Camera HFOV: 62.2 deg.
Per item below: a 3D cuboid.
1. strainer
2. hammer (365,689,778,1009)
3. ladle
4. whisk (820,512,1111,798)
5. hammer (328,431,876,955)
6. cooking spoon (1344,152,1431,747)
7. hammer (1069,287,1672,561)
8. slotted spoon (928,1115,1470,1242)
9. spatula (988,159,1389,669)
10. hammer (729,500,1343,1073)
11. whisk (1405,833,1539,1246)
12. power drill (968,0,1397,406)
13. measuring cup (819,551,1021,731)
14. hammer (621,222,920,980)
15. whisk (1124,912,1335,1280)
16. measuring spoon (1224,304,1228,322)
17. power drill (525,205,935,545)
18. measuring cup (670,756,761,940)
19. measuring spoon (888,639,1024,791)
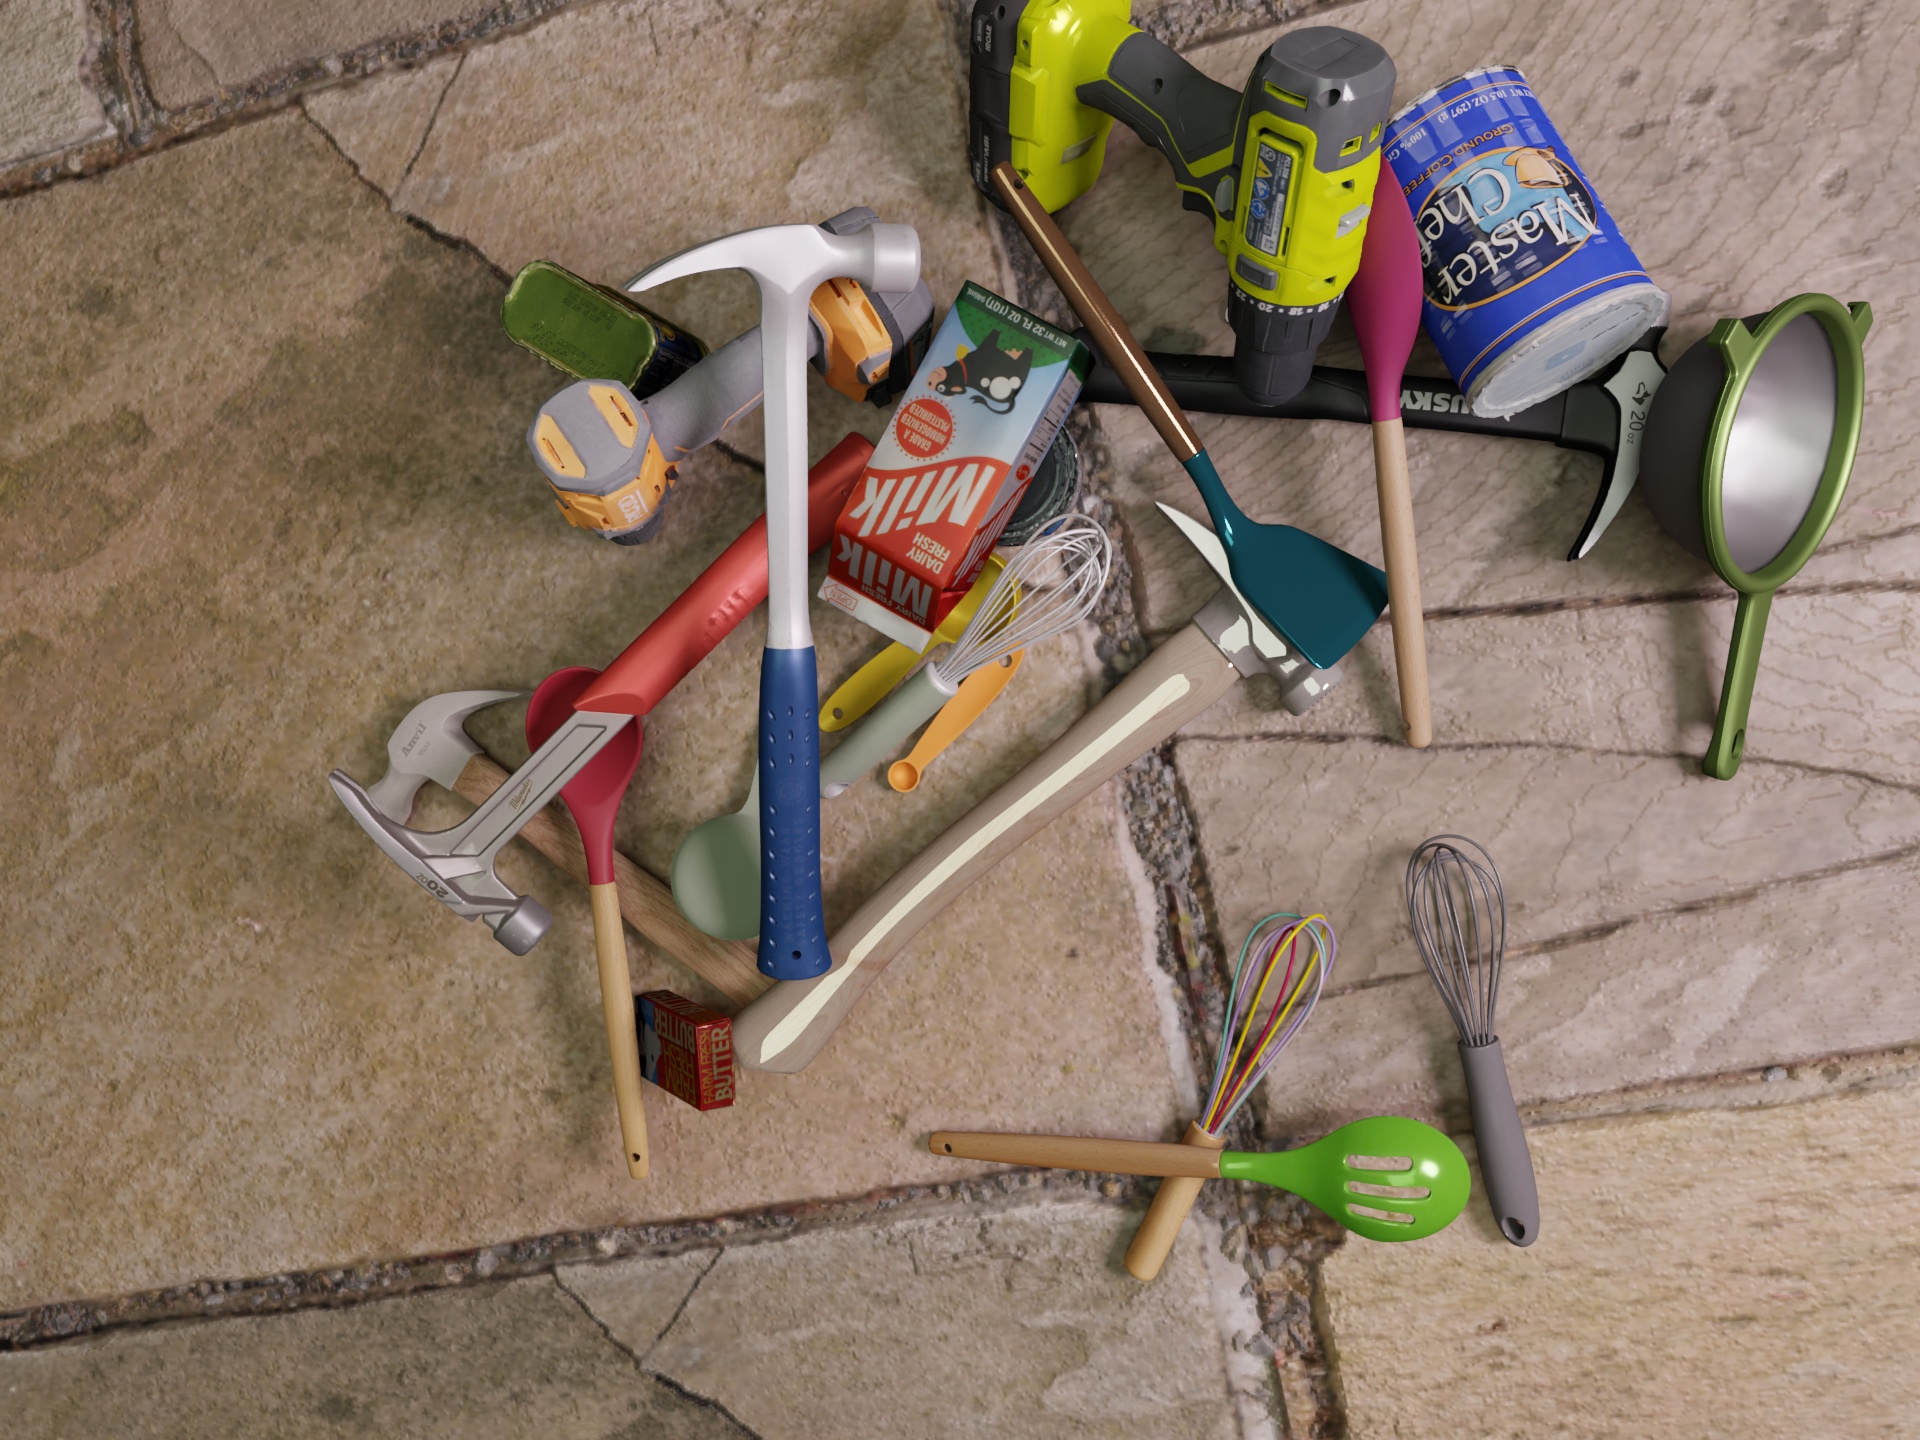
[{"bbox_3d":[0.398,-0.095,0.838,0.069,0.151,0.256,24,121,47],"label":"strainer"},{"bbox_3d":[-0.217,0.095,0.990,0.331,0.031,0.130,35,100,7],"label":"hammer"},{"bbox_3d":[-0.212,0.124,0.961,0.069,0.031,0.315,-6,95,0],"label":"ladle"},{"bbox_3d":[-0.006,-0.030,0.912,0.246,0.057,0.059,-41,61,26],"label":"whisk"},{"bbox_3d":[-0.184,-0.039,0.920,0.359,0.037,0.149,-46,104,-5],"label":"hammer"},{"bbox_3d":[0.228,-0.134,0.841,0.017,0.069,0.318,-18,110,-19],"label":"cooking spoon"},{"bbox_3d":[0.211,-0.176,0.886,0.335,0.035,0.146,7,94,11],"label":"hammer"},{"bbox_3d":[0.123,0.251,0.899,0.314,0.031,0.070,-3,95,26],"label":"slotted spoon"},{"bbox_3d":[0.118,-0.168,0.855,0.082,0.044,0.317,-44,105,-27],"label":"spatula"},{"bbox_3d":[0.017,0.054,0.922,0.410,0.038,0.146,-41,84,6],"label":"hammer"},{"bbox_3d":[0.292,0.180,0.886,0.055,0.055,0.239,-12,95,12],"label":"whisk"},{"bbox_3d":[0.110,-0.283,0.828,0.080,0.190,0.229,-36,58,-27],"label":"power drill"},{"bbox_3d":[-0.027,-0.044,0.951,0.156,0.029,0.062,-40,89,23],"label":"measuring cup"},{"bbox_3d":[-0.096,-0.050,0.837,0.144,0.035,0.405,-4,110,-15],"label":"hammer"},{"bbox_3d":[0.150,0.217,0.917,0.051,0.047,0.245,25,101,8],"label":"whisk"},{"bbox_3d":[0.200,-0.265,0.896,0.124,0.018,0.034,-36,98,18],"label":"measuring spoon"},{"bbox_3d":[-0.130,-0.179,0.906,0.226,0.185,0.084,-34,86,-8],"label":"power drill"},{"bbox_3d":[-0.122,0.050,0.950,0.083,0.038,0.167,17,85,1],"label":"measuring cup"},{"bbox_3d":[-0.002,-0.003,0.953,0.021,0.011,0.117,42,96,6],"label":"measuring spoon"}]
